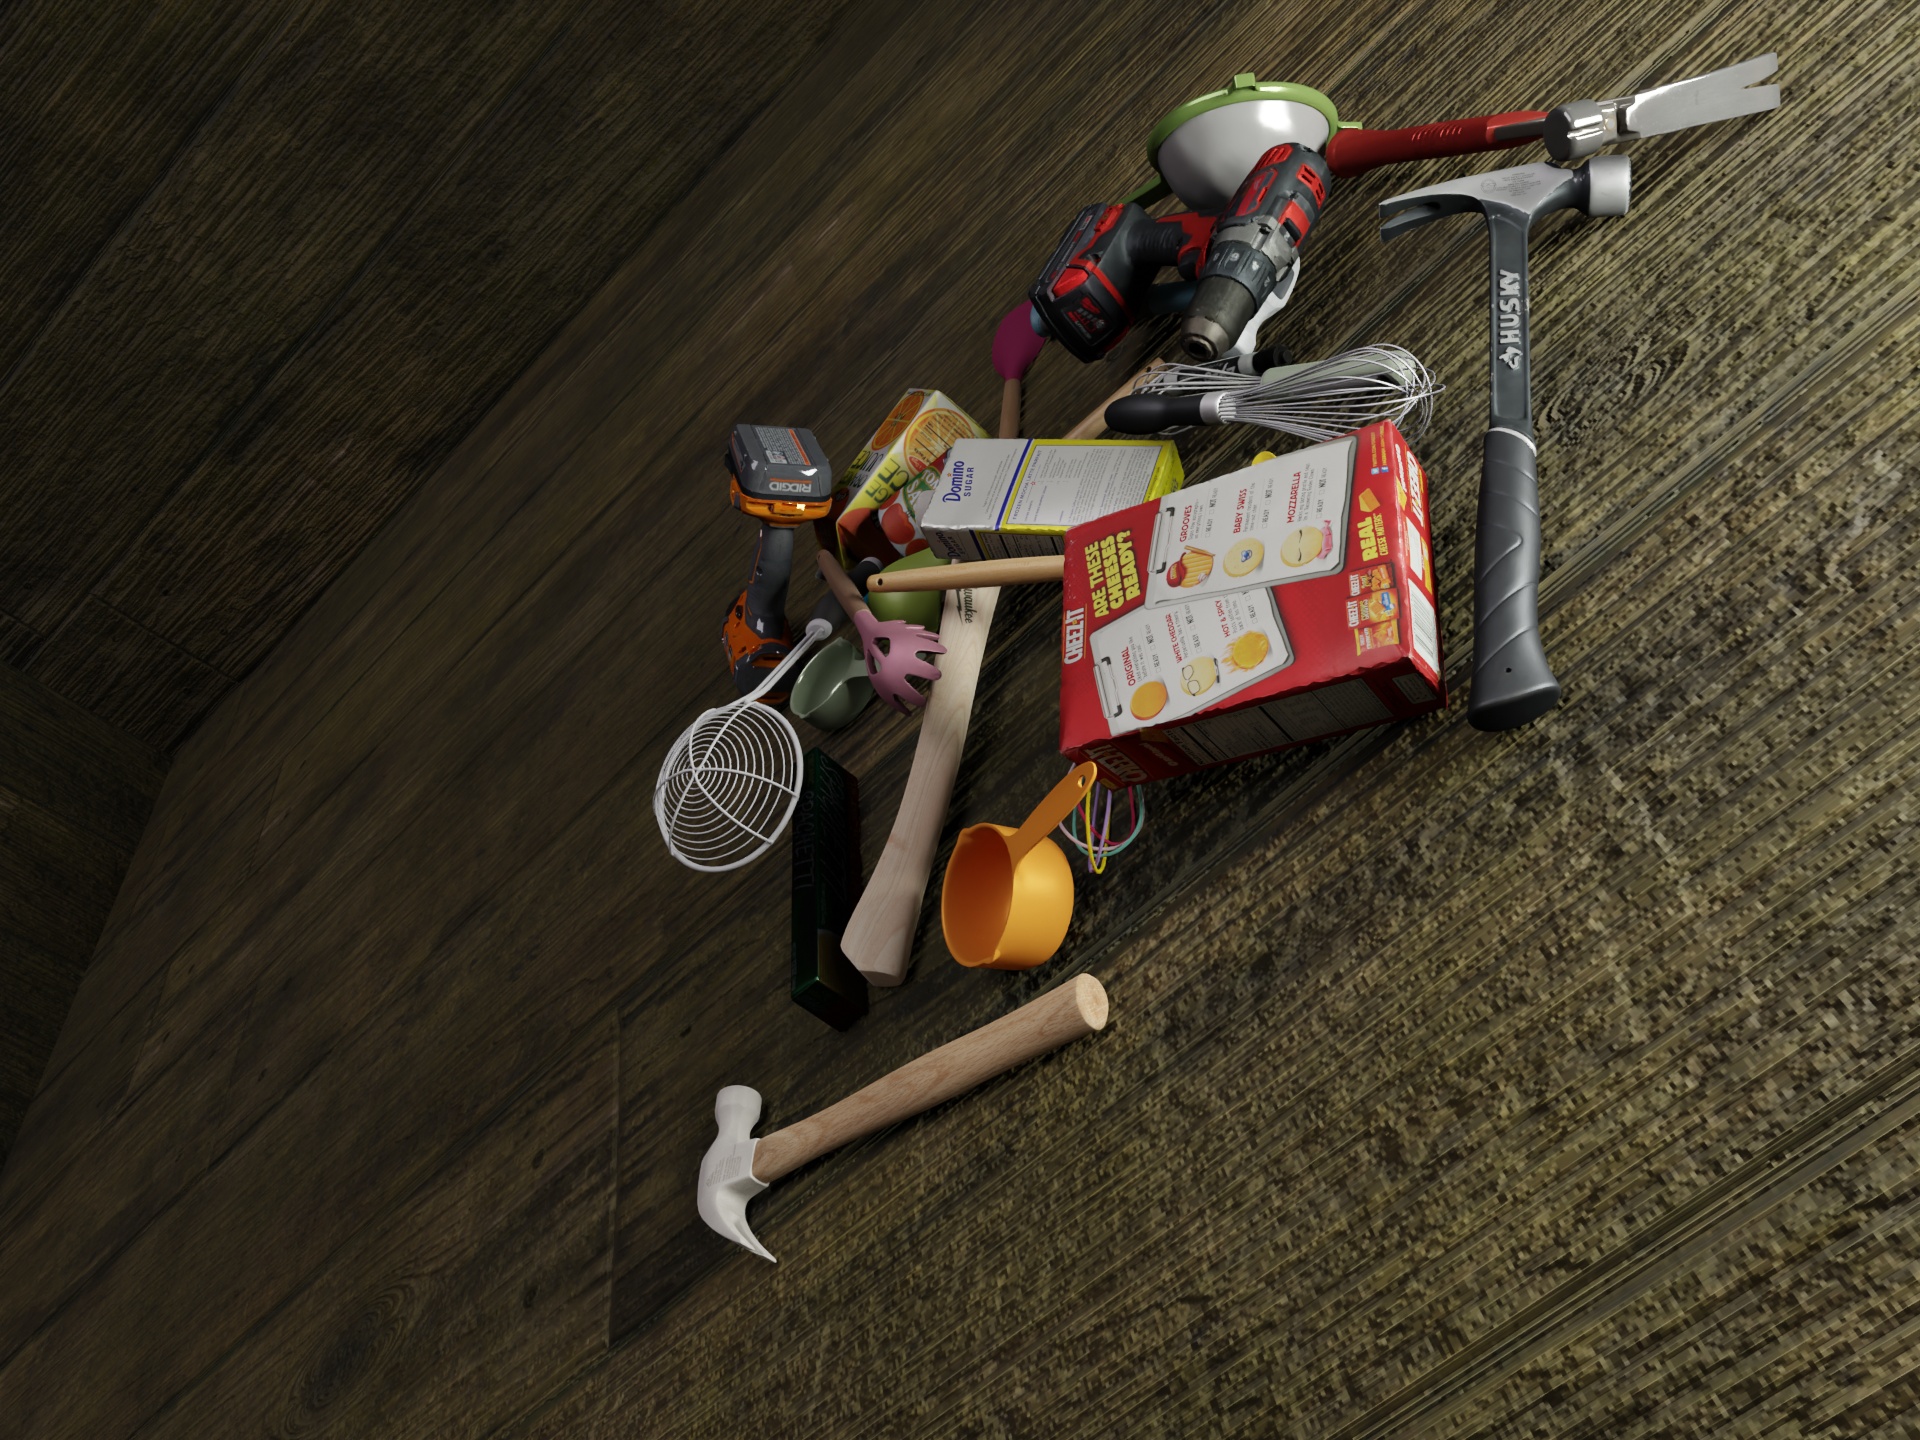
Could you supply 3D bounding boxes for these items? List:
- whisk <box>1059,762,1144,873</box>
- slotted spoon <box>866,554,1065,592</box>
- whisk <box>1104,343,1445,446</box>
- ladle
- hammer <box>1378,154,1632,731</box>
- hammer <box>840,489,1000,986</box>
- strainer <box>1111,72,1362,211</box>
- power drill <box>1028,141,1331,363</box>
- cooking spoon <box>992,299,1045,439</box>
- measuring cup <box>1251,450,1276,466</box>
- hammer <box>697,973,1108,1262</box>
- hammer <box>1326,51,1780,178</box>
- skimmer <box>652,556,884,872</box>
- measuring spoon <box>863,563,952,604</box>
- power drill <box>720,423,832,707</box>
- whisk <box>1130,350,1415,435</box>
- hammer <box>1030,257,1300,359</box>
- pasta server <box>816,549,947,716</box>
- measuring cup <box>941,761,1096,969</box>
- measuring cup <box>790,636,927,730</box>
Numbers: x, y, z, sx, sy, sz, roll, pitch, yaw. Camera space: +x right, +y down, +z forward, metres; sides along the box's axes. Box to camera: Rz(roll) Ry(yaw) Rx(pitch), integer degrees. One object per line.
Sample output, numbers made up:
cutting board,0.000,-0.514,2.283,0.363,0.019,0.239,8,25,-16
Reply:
whisk,0.097,-0.002,1.032,0.051,0.047,0.245,-30,33,34
slotted spoon,0.064,-0.109,1.123,0.314,0.031,0.070,-2,86,32
whisk,0.198,-0.213,1.077,0.285,0.070,0.070,8,64,50
ladle,0.049,-0.177,1.297,0.320,0.062,0.078,-41,52,4
hammer,0.306,-0.172,0.900,0.149,0.036,0.409,1,57,19
hammer,-0.002,-0.004,1.153,0.146,0.038,0.411,0,59,24
strainer,0.191,-0.426,1.298,0.256,0.151,0.069,-17,76,48
power drill,0.158,-0.335,1.205,0.227,0.080,0.188,1,55,51
cooking spoon,0.046,-0.287,1.431,0.069,0.017,0.319,-26,39,29
measuring cup,0.216,-0.129,1.025,0.062,0.029,0.157,-38,30,22
hammer,-0.045,0.236,0.979,0.331,0.031,0.130,-32,35,30
hammer,0.363,-0.398,1.072,0.149,0.036,0.359,-18,19,-12
skimmer,-0.126,-0.019,1.255,0.127,0.090,0.363,-10,25,27
measuring spoon,-0.047,-0.120,1.373,0.128,0.021,0.042,-16,45,48
power drill,-0.176,-0.147,1.438,0.164,0.084,0.226,-118,34,-57
whisk,0.213,-0.235,1.123,0.246,0.057,0.059,5,66,50
hammer,0.158,-0.352,1.335,0.128,0.033,0.331,-58,31,-10
pasta server,-0.073,-0.082,1.224,0.060,0.040,0.316,-61,23,12
measuring cup,0.051,0.083,0.947,0.173,0.052,0.095,-52,38,38
measuring cup,-0.074,-0.032,1.303,0.167,0.038,0.083,-9,50,47
